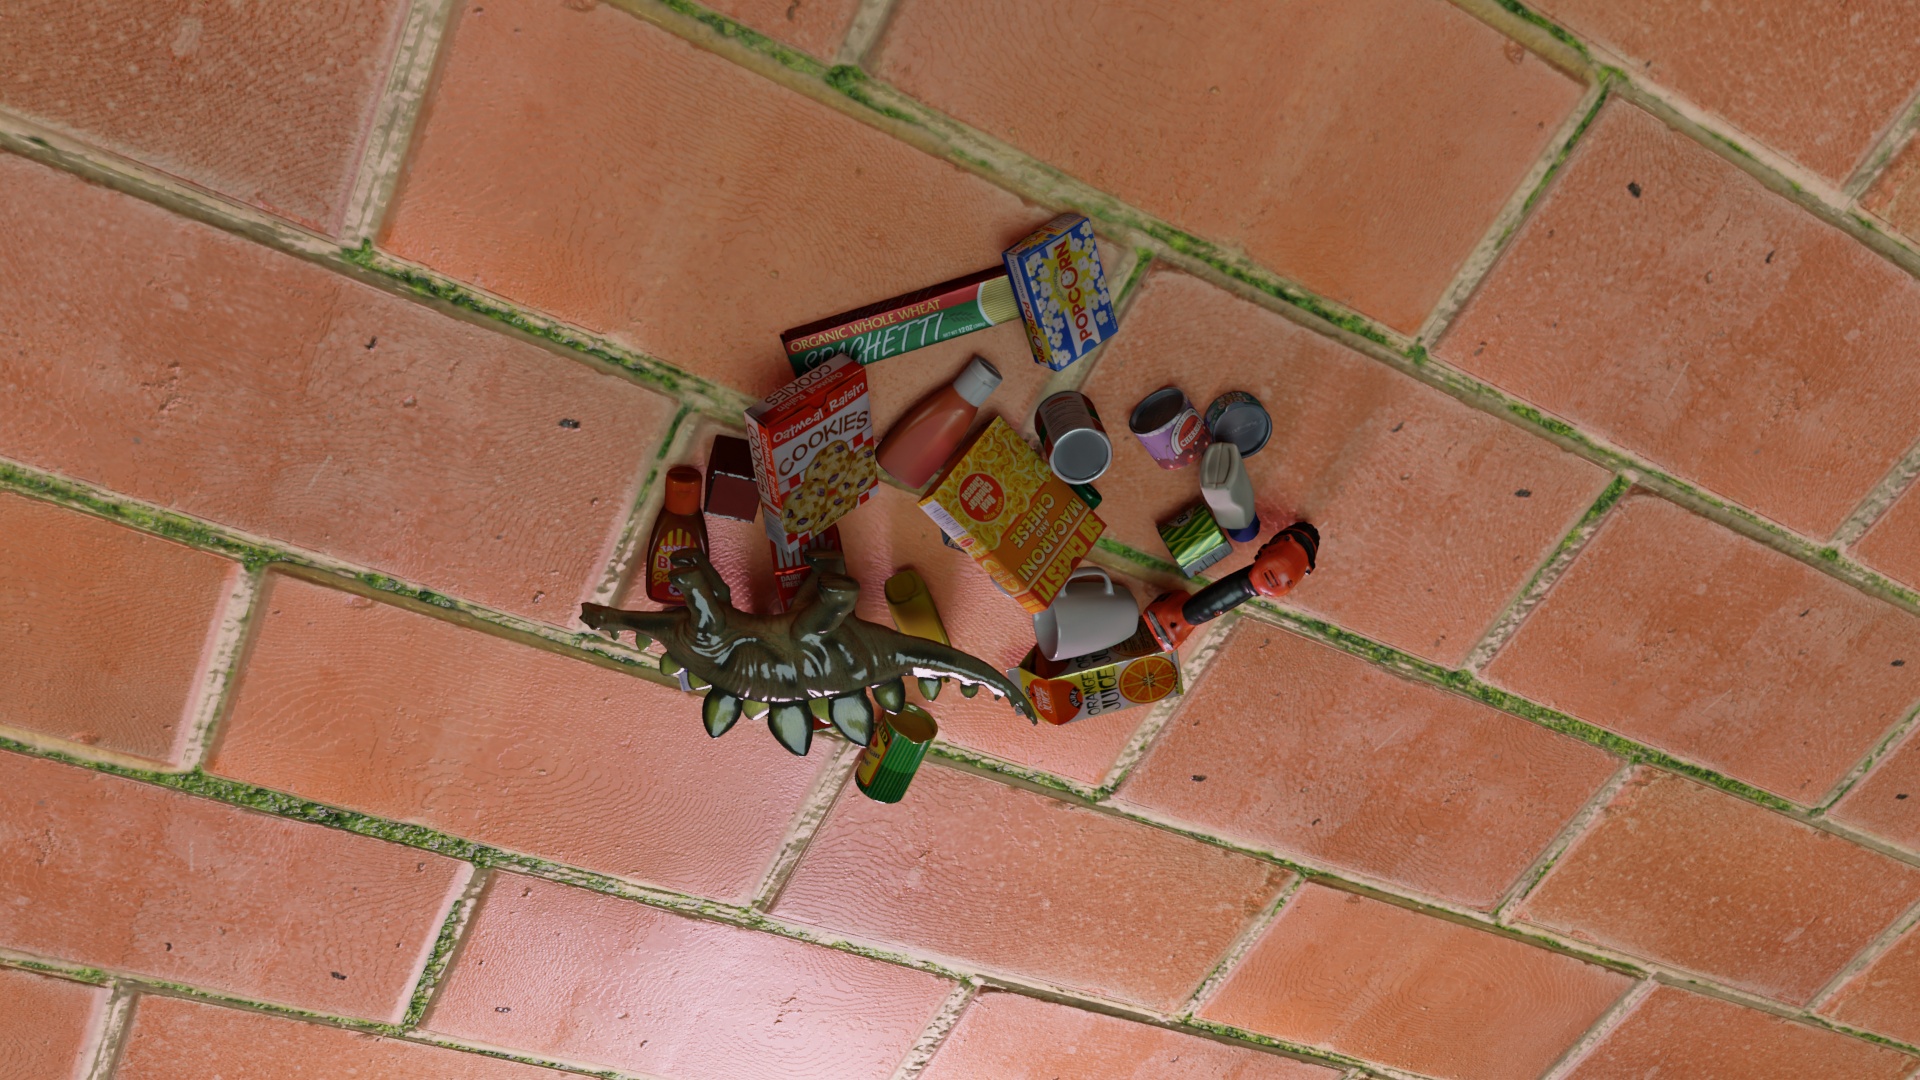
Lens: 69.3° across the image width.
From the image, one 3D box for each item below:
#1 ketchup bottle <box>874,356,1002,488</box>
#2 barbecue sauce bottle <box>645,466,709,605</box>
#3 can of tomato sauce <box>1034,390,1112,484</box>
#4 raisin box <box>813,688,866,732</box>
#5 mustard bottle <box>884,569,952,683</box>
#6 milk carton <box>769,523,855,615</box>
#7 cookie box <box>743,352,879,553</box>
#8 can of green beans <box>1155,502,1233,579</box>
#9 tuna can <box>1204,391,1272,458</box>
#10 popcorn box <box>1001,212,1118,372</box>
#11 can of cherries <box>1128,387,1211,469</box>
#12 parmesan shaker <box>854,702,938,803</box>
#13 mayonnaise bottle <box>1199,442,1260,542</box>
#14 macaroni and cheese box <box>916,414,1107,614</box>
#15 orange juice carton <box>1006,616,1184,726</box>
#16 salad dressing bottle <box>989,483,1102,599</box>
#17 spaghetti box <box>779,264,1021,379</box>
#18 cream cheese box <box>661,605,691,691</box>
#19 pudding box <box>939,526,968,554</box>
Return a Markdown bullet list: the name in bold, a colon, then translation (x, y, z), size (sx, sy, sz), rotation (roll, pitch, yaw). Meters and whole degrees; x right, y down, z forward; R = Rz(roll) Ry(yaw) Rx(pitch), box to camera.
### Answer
- **ketchup bottle**: translation (-0.019, -0.121, 1.410), size (0.064, 0.044, 0.148), rotation (32, 112, -33)
- **barbecue sauce bottle**: translation (-0.290, -0.004, 1.438), size (0.065, 0.044, 0.147), rotation (5, 120, -10)
- **can of tomato sauce**: translation (0.116, -0.104, 1.420), size (0.071, 0.083, 0.070), rotation (-4, 122, -6)
- **raisin box**: translation (-0.148, 0.172, 1.523), size (0.086, 0.123, 0.040), rotation (-14, 99, -2)
- **mustard bottle**: translation (-0.040, 0.107, 1.539), size (0.049, 0.065, 0.159), rotation (-21, 127, -1)
- **milk carton**: translation (-0.154, 0.053, 1.479), size (0.072, 0.074, 0.189), rotation (-9, 122, -3)
- **cookie box**: translation (-0.141, -0.084, 1.358), size (0.123, 0.040, 0.166), rotation (-36, 144, -29)
- **can of green beans**: translation (0.257, 0.000, 1.519), size (0.058, 0.071, 0.071), rotation (-33, 121, 11)
- **tuna can**: translation (0.292, -0.124, 1.468), size (0.071, 0.033, 0.070), rotation (-4, 122, -7)
- **popcorn box**: translation (0.097, -0.239, 1.339), size (0.085, 0.038, 0.126), rotation (-36, 126, -23)
- **can of cherries**: translation (0.219, -0.115, 1.438), size (0.071, 0.072, 0.058), rotation (-34, 121, 12)
- **parmesan shaker**: translation (-0.076, 0.249, 1.616), size (0.071, 0.071, 0.102), rotation (16, 118, -19)
- **mayonnaise bottle**: translation (0.289, -0.045, 1.480), size (0.041, 0.065, 0.147), rotation (2, 155, 23)
- **macaroni and cheese box**: translation (0.055, -0.026, 1.415), size (0.166, 0.124, 0.040), rotation (44, 152, -11)
- **orange juice carton**: translation (0.151, 0.152, 1.592), size (0.193, 0.073, 0.071), rotation (-14, 123, 0)
- **salad dressing bottle**: translation (0.093, -0.002, 1.503), size (0.064, 0.044, 0.147), rotation (34, 109, -18)
- **spaghetti box**: translation (-0.050, -0.213, 1.357), size (0.250, 0.029, 0.050), rotation (-17, 122, 1)
- **cream cheese box**: translation (-0.291, 0.117, 1.525), size (0.053, 0.024, 0.103), rotation (-11, 123, -3)
- **pudding box**: translation (0.005, -0.018, 1.455), size (0.049, 0.084, 0.030), rotation (23, 116, -21)
